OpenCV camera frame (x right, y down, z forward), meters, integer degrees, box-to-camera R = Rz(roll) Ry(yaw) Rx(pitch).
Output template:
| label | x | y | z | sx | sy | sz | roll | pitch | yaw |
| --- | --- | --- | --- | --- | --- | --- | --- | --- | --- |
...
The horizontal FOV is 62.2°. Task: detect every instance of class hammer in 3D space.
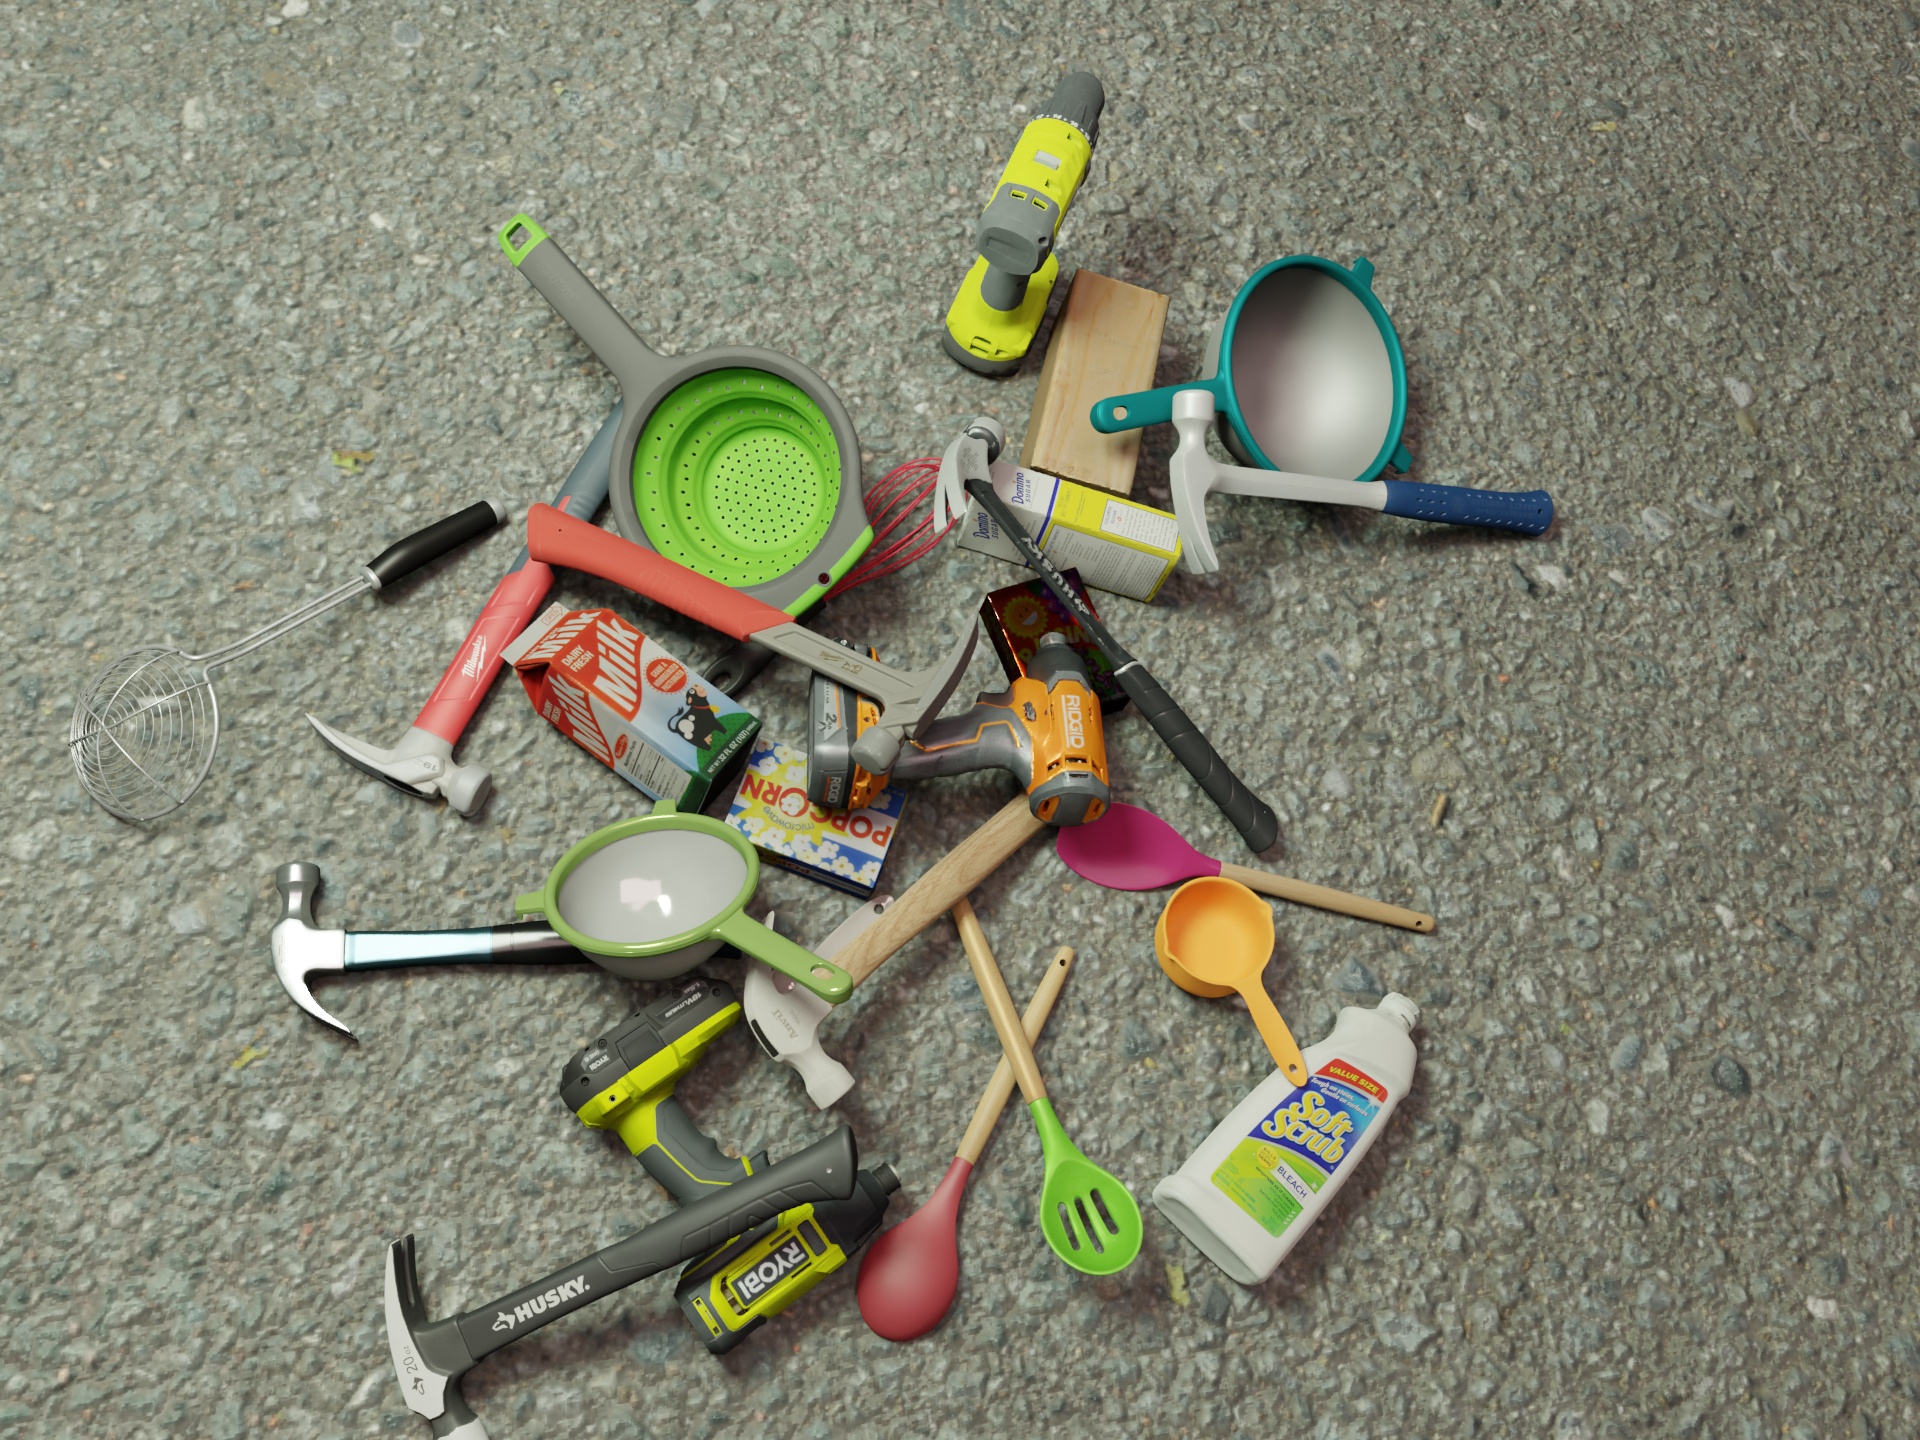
| label | x | y | z | sx | sy | sz | roll | pitch | yaw |
| --- | --- | --- | --- | --- | --- | --- | --- | --- | --- |
| hammer | -0.327 | 0.161 | 1.160 | 0.331 | 0.033 | 0.128 | -1 | 68 | -11 |
| hammer | 0.350 | -0.187 | 1.360 | 0.405 | 0.035 | 0.144 | 1 | 90 | -28 |
| hammer | 0.120 | -0.052 | 1.243 | 0.408 | 0.036 | 0.149 | 49 | 30 | -13 |
| hammer | -0.029 | 0.135 | 1.191 | 0.331 | 0.031 | 0.130 | -39 | 88 | -34 |
| hammer | -0.356 | -0.118 | 1.263 | 0.143 | 0.038 | 0.386 | 24 | 67 | 1 |
| hammer | -0.218 | 0.349 | 1.043 | 0.335 | 0.035 | 0.146 | -26 | 83 | 1 |
| hammer | -0.169 | -0.089 | 1.191 | 0.359 | 0.036 | 0.149 | 25 | 60 | 16 |

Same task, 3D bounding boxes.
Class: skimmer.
| label | x | y | z | sx | sy | sz | roll | pitch | yaw |
| --- | --- | --- | --- | --- | --- | --- | --- | --- | --- |
| skimmer | -0.502 | -0.061 | 1.218 | 0.127 | 0.090 | 0.363 | 41 | 57 | 18 |

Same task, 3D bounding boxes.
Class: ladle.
| label | x | y | z | sx | sy | sz | roll | pitch | yaw |
| --- | --- | --- | --- | --- | --- | --- | --- | --- | --- |
| ladle | 0.015 | 0.303 | 1.173 | 0.069 | 0.031 | 0.315 | 28 | 65 | 2 |

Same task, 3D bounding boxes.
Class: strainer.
| label | x | y | z | sx | sy | sz | roll | pitch | yaw |
| --- | --- | --- | --- | --- | --- | --- | --- | --- | --- |
| strainer | -0.172 | 0.152 | 1.101 | 0.256 | 0.069 | 0.151 | 23 | 42 | 31 |
| strainer | 0.234 | -0.279 | 1.375 | 0.340 | 0.095 | 0.211 | -16 | 96 | -28 |

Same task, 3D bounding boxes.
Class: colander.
| label | x | y | z | sx | sy | sz | roll | pitch | yaw |
| --- | --- | --- | --- | --- | --- | --- | --- | --- | --- |
| colander | -0.223 | -0.250 | 1.281 | 0.204 | 0.094 | 0.397 | -43 | 84 | 8 |

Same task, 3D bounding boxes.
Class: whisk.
| label | x | y | z | sx | sy | sz | roll | pitch | yaw |
| --- | --- | --- | --- | --- | --- | --- | --- | --- | --- |
| whisk | -0.104 | -0.114 | 1.300 | 0.073 | 0.073 | 0.296 | 44 | 75 | 8 |

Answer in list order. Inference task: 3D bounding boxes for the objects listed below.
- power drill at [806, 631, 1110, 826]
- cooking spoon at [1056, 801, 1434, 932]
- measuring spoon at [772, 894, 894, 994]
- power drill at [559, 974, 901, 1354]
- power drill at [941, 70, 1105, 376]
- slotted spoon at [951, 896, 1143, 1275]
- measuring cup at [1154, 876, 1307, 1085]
| label | x | y | z | sx | sy | sz | roll | pitch | yaw |
| --- | --- | --- | --- | --- | --- | --- | --- | --- | --- |
| power drill | -0.002 | -0.004 | 1.221 | 0.226 | 0.084 | 0.164 | 3 | 56 | -9 |
| cooking spoon | 0.232 | 0.127 | 1.281 | 0.319 | 0.017 | 0.069 | 15 | 98 | -6 |
| measuring spoon | -0.097 | 0.174 | 1.211 | 0.124 | 0.018 | 0.034 | -39 | 82 | -28 |
| power drill | -0.162 | 0.299 | 1.116 | 0.171 | 0.080 | 0.223 | -33 | 82 | -19 |
| power drill | 0.057 | -0.418 | 1.351 | 0.080 | 0.228 | 0.191 | 23 | 67 | -1 |
| slotted spoon | 0.050 | 0.256 | 1.171 | 0.070 | 0.031 | 0.314 | -17 | 63 | -13 |
| measuring cup | 0.213 | 0.207 | 1.224 | 0.095 | 0.052 | 0.174 | -21 | 69 | -17 |
